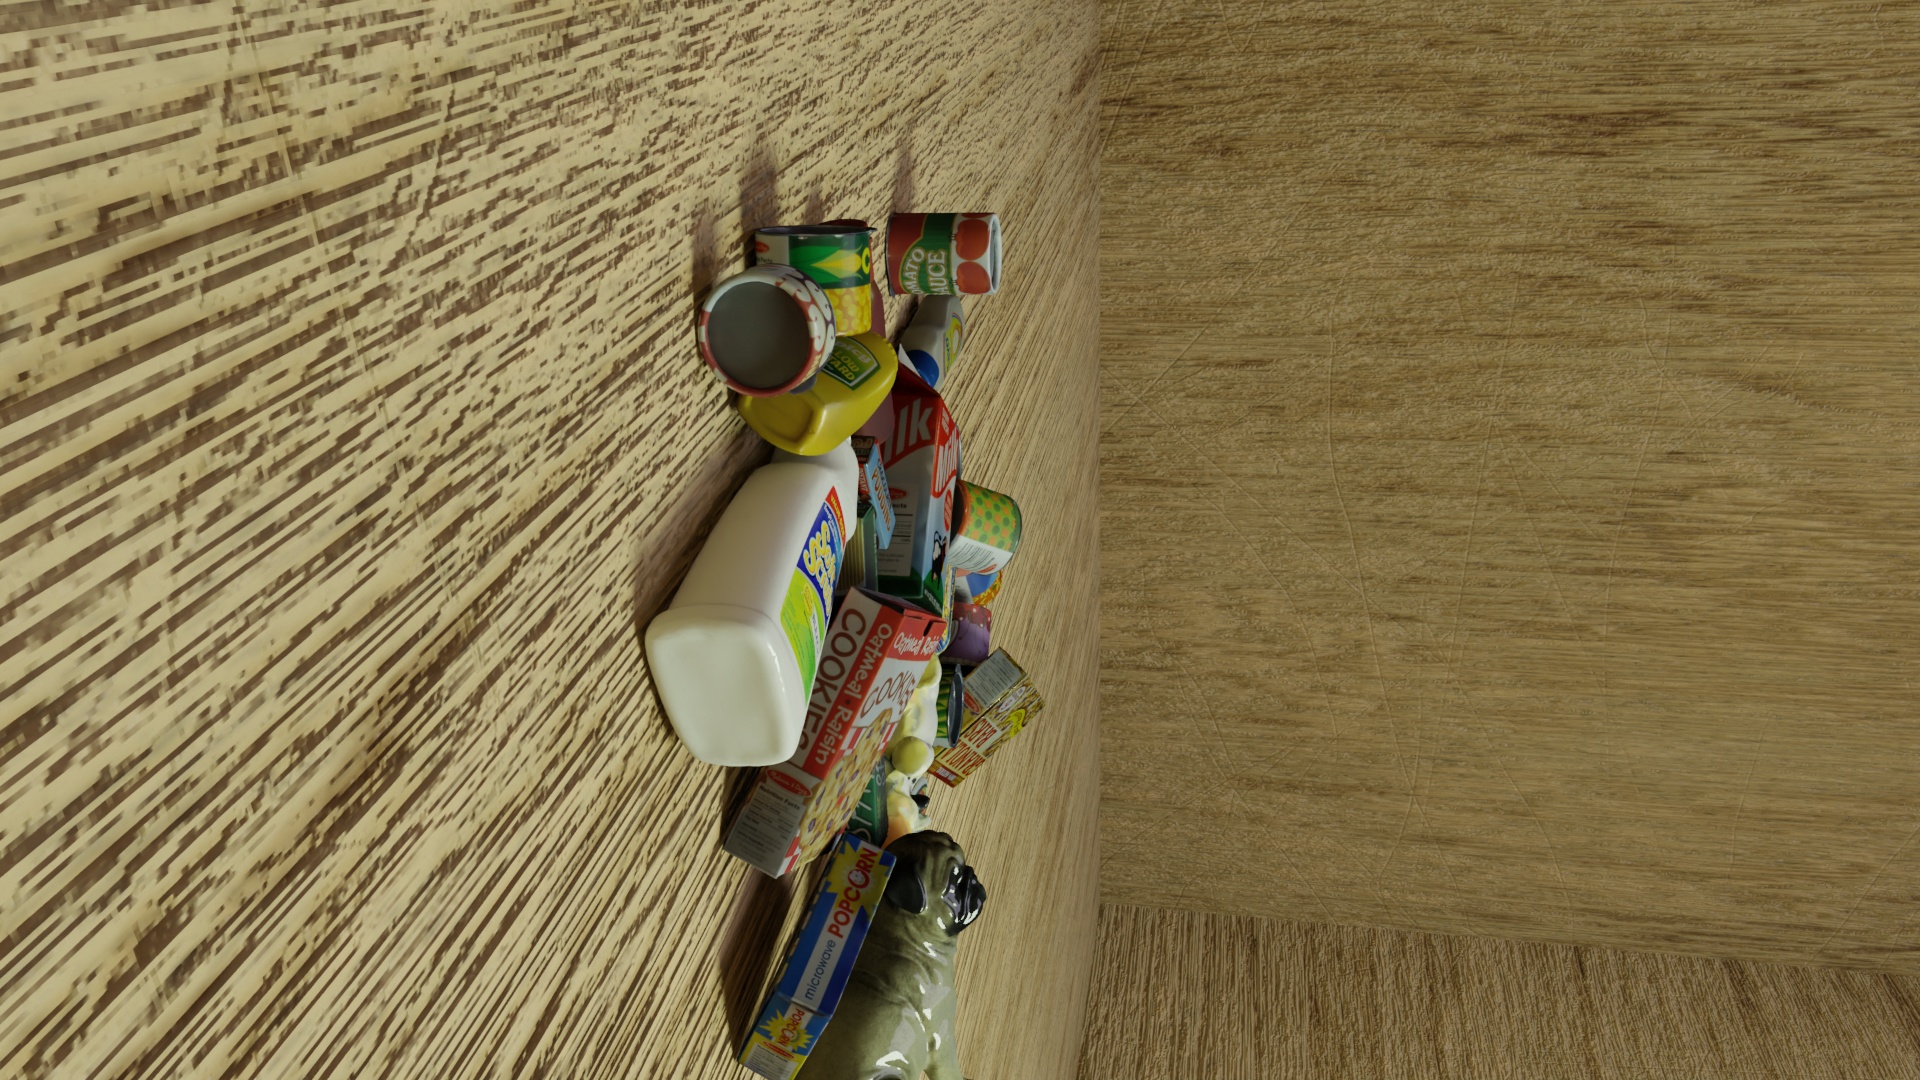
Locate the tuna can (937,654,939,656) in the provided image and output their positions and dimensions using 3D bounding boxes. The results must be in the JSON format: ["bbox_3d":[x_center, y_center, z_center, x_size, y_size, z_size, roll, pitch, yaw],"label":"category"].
[{"bbox_3d":[-0.036,0.074,1.198,0.071,0.033,0.071,0,92,-79],"label":"tuna can"}]

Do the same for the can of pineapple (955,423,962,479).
[{"bbox_3d":[-0.032,-0.064,1.118,0.071,0.058,0.071,0,92,-80],"label":"can of pineapple"}]

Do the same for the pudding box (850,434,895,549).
[{"bbox_3d":[-0.074,-0.033,0.923,0.083,0.050,0.030,81,17,-47],"label":"pudding box"}]

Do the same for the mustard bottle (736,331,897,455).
[{"bbox_3d":[-0.073,-0.097,0.825,0.048,0.065,0.161,-57,175,27],"label":"mustard bottle"}]

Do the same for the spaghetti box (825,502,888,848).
[{"bbox_3d":[-0.079,0.095,0.927,0.029,0.050,0.249,-57,148,-67],"label":"spaghetti box"}]

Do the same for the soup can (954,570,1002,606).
[{"bbox_3d":[0.005,0.018,1.305,0.083,0.071,0.071,72,23,-64],"label":"soup can"}]

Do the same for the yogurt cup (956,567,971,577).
[{"bbox_3d":[-0.016,0.005,1.213,0.054,0.072,0.072,-33,125,-67],"label":"yogurt cup"}]

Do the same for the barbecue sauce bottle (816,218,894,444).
[{"bbox_3d":[-0.072,-0.138,0.929,0.065,0.044,0.147,-63,153,-59],"label":"barbecue sauce bottle"}]

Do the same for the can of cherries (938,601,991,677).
[{"bbox_3d":[-0.008,0.091,1.272,0.071,0.071,0.058,61,33,-71],"label":"can of cherries"}]

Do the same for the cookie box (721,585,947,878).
[{"bbox_3d":[-0.070,0.112,0.835,0.167,0.040,0.123,-64,168,-1],"label":"cookie box"}]

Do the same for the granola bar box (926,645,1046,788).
[{"bbox_3d":[0.015,0.167,1.277,0.124,0.039,0.165,-41,162,-3],"label":"granola bar box"}]

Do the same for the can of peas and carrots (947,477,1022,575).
[{"bbox_3d":[0.004,-0.013,1.066,0.059,0.071,0.071,18,70,-40],"label":"can of peas and carrots"}]

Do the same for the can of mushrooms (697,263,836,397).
[{"bbox_3d":[-0.100,-0.107,0.722,0.033,0.071,0.070,-56,147,-69],"label":"can of mushrooms"}]

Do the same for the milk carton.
[{"bbox_3d":[-0.046,-0.043,1.009,0.072,0.073,0.191,57,36,-70],"label":"milk carton"}]

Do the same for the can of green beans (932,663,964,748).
[{"bbox_3d":[-0.031,0.140,1.170,0.071,0.058,0.071,1,92,-79],"label":"can of green beans"}]

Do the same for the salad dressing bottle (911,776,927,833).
[{"bbox_3d":[-0.055,0.261,1.106,0.064,0.044,0.148,63,31,-71],"label":"salad dressing bottle"}]

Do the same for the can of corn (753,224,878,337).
[{"bbox_3d":[-0.082,-0.150,0.800,0.071,0.071,0.058,-57,149,-70],"label":"can of corn"}]

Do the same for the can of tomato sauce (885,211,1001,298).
[{"bbox_3d":[-0.013,-0.229,1.118,0.071,0.083,0.071,0,92,-80],"label":"can of tomato sauce"}]

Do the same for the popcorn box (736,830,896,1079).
[{"bbox_3d":[-0.086,0.253,0.844,0.127,0.038,0.084,-65,180,-52],"label":"popcorn box"}]

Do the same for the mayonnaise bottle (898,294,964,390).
[{"bbox_3d":[-0.028,-0.157,1.165,0.149,0.041,0.064,-71,162,-59],"label":"mayonnaise bottle"}]
